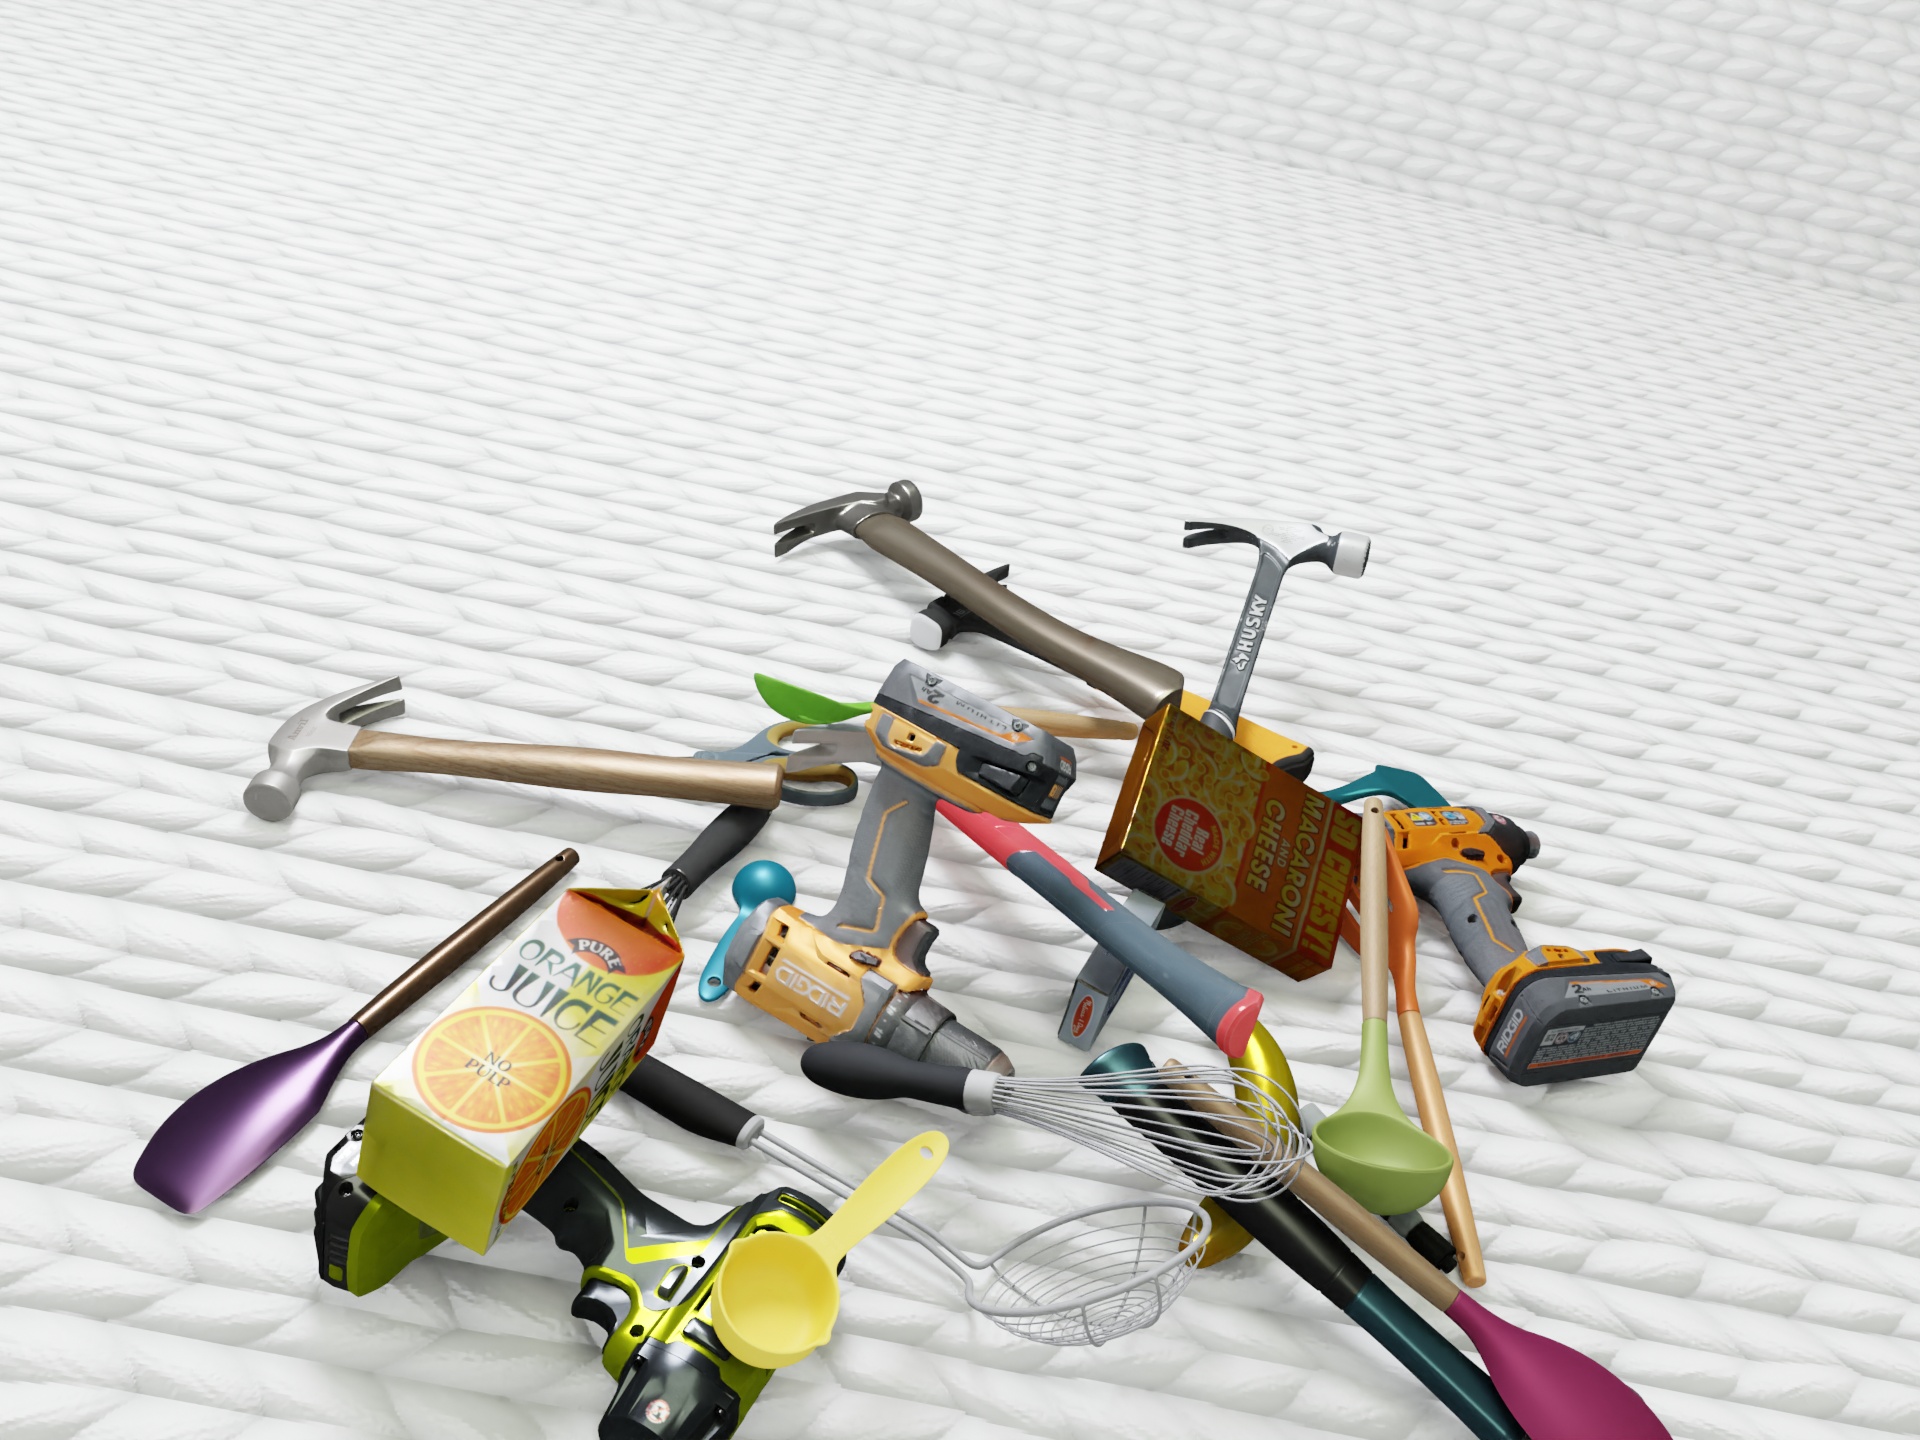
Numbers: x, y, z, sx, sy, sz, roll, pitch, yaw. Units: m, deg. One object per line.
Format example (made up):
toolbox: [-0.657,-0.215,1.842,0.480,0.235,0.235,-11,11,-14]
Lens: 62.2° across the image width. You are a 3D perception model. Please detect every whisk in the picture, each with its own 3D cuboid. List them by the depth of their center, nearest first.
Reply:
whisk: [0.043,0.202,0.841,0.285,0.070,0.070,5,31,23]
whisk: [-0.176,0.105,0.998,0.055,0.055,0.239,22,32,12]

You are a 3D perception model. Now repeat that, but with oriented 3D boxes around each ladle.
ladle: [0.258,0.159,0.980,0.078,0.062,0.320,8,45,6]

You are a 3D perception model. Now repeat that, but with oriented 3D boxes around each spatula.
spatula: [-0.323,0.158,0.897,0.060,0.018,0.316,25,38,17]
spatula: [0.282,0.205,1.007,0.041,0.081,0.323,26,36,-21]
spatula: [0.247,0.075,1.194,0.317,0.044,0.082,-9,41,-21]

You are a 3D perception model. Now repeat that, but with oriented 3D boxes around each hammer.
hammer: [0.198,0.289,0.835,0.331,0.033,0.128,40,45,17]
hammer: [0.037,0.092,0.997,0.143,0.038,0.387,0,23,-37]
hammer: [-0.283,0.028,1.049,0.331,0.031,0.130,5,35,-2]
hammer: [0.193,-0.013,1.187,0.149,0.036,0.409,14,52,15]
hammer: [0.015,-0.094,1.263,0.146,0.038,0.411,-22,39,-32]
hammer: [0.128,-0.033,1.266,0.337,0.034,0.127,27,38,26]

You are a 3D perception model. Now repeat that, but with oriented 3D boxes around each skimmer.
skimmer: [-0.051,0.221,0.839,0.363,0.090,0.127,24,14,17]

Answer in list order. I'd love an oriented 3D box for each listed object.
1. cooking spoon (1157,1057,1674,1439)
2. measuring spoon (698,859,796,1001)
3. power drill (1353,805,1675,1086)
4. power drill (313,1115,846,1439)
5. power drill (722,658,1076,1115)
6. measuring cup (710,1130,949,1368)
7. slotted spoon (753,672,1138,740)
cooking spoon: [0.231,0.281,0.819,0.319,0.017,0.069,38,44,14]
measuring spoon: [-0.136,0.127,0.995,0.042,0.021,0.129,17,35,4]
power drill: [0.382,0.140,1.101,0.164,0.084,0.227,-2,35,-22]
power drill: [-0.188,0.258,0.759,0.223,0.080,0.171,27,37,13]
power drill: [-0.014,0.101,0.925,0.185,0.226,0.084,28,0,20]
measuring cup: [-0.057,0.246,0.756,0.062,0.029,0.156,41,40,15]
slotted spoon: [-0.002,-0.004,1.138,0.313,0.031,0.070,5,3,-30]
